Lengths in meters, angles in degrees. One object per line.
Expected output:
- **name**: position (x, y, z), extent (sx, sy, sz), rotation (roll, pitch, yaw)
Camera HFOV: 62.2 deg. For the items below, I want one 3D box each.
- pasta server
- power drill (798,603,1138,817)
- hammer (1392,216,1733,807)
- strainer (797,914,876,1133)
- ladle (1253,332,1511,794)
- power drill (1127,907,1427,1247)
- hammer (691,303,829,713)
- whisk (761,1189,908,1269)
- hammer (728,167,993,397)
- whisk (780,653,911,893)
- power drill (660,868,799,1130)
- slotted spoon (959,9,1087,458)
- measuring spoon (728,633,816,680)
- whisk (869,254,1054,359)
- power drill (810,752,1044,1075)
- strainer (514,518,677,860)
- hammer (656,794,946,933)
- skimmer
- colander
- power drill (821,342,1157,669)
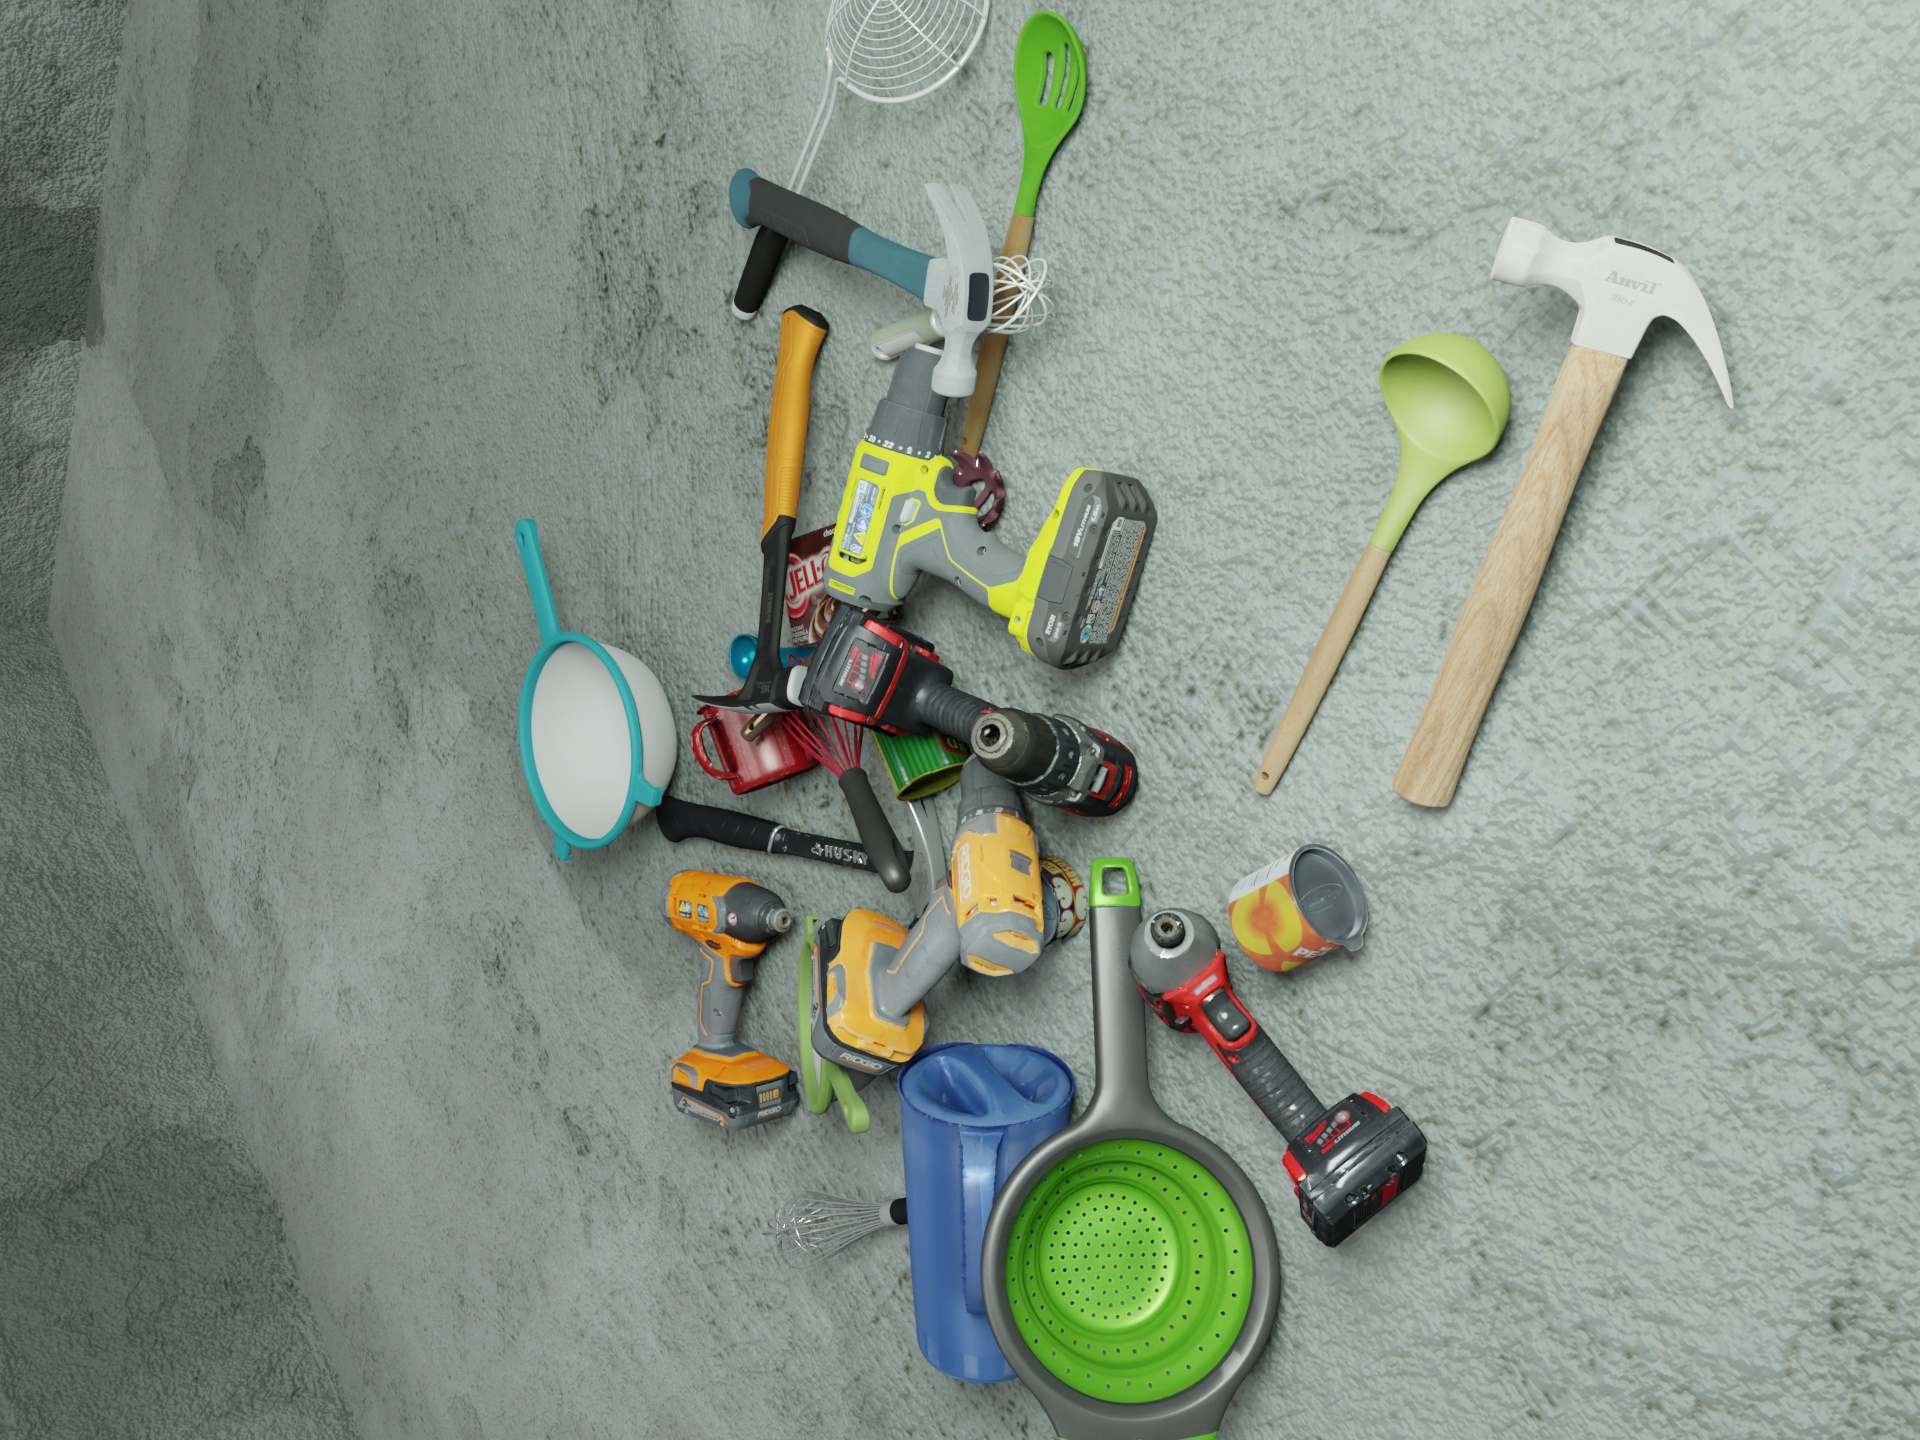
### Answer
- **pasta server**: position (-0.074, -0.087, 1.231), extent (0.316, 0.040, 0.060), rotation (-44, 72, 23)
- **power drill**: position (-0.002, -0.003, 1.095), extent (0.227, 0.187, 0.080), rotation (25, 92, 30)
- **hammer**: position (0.303, -0.091, 0.854), extent (0.130, 0.031, 0.331), rotation (18, 123, 10)
- **strainer**: position (-0.083, 0.268, 1.303), extent (0.256, 0.069, 0.151), rotation (-137, 48, -70)
- **ladle**: position (0.233, -0.079, 0.944), extent (0.078, 0.062, 0.320), rotation (38, 127, 27)
- **power drill**: position (0.187, 0.211, 0.998), extent (0.220, 0.078, 0.143), rotation (50, 172, 29)
- **hammer**: position (-0.149, -0.171, 1.283), extent (0.127, 0.034, 0.337), rotation (-4, 77, 45)
- **whisk**: position (-0.079, 0.438, 1.397), extent (0.284, 0.070, 0.070), rotation (-26, 79, 43)
- **hammer**: position (-0.080, -0.343, 1.147), extent (0.331, 0.033, 0.128), rotation (38, 127, 44)
- **whisk**: position (-0.089, 0.035, 1.255), extent (0.296, 0.073, 0.073), rotation (-119, 41, -49)
- **power drill**: position (-0.208, 0.257, 1.481), extent (0.164, 0.084, 0.226), rotation (1, 95, 47)
- **slotted spoon**: position (0.038, -0.333, 1.126), extent (0.070, 0.031, 0.313), rotation (37, 125, 37)
- **measuring spoon**: position (-0.154, -0.055, 1.406), extent (0.129, 0.021, 0.042), rotation (4, 98, 38)
- **whisk**: position (-0.007, -0.288, 1.141), extent (0.246, 0.057, 0.059), rotation (5, 65, 62)
- **power drill**: position (-0.023, 0.141, 1.195), extent (0.226, 0.084, 0.186), rotation (-45, 33, 34)
- **strainer**: position (-0.360, -0.043, 1.576), extent (0.211, 0.095, 0.340), rotation (-29, 74, 43)
- **hammer**: position (-0.154, 0.104, 1.421), extent (0.409, 0.036, 0.149), rotation (6, 102, 47)
- **skimmer**: position (-0.092, -0.444, 1.243), extent (0.127, 0.090, 0.363), rotation (63, 146, 17)
- **colander**: position (0.110, 0.299, 1.128), extent (0.094, 0.204, 0.397), rotation (112, 157, -76)
- **power drill**: position (0.016, -0.148, 1.113), extent (0.229, 0.080, 0.190), rotation (25, 105, 30)
